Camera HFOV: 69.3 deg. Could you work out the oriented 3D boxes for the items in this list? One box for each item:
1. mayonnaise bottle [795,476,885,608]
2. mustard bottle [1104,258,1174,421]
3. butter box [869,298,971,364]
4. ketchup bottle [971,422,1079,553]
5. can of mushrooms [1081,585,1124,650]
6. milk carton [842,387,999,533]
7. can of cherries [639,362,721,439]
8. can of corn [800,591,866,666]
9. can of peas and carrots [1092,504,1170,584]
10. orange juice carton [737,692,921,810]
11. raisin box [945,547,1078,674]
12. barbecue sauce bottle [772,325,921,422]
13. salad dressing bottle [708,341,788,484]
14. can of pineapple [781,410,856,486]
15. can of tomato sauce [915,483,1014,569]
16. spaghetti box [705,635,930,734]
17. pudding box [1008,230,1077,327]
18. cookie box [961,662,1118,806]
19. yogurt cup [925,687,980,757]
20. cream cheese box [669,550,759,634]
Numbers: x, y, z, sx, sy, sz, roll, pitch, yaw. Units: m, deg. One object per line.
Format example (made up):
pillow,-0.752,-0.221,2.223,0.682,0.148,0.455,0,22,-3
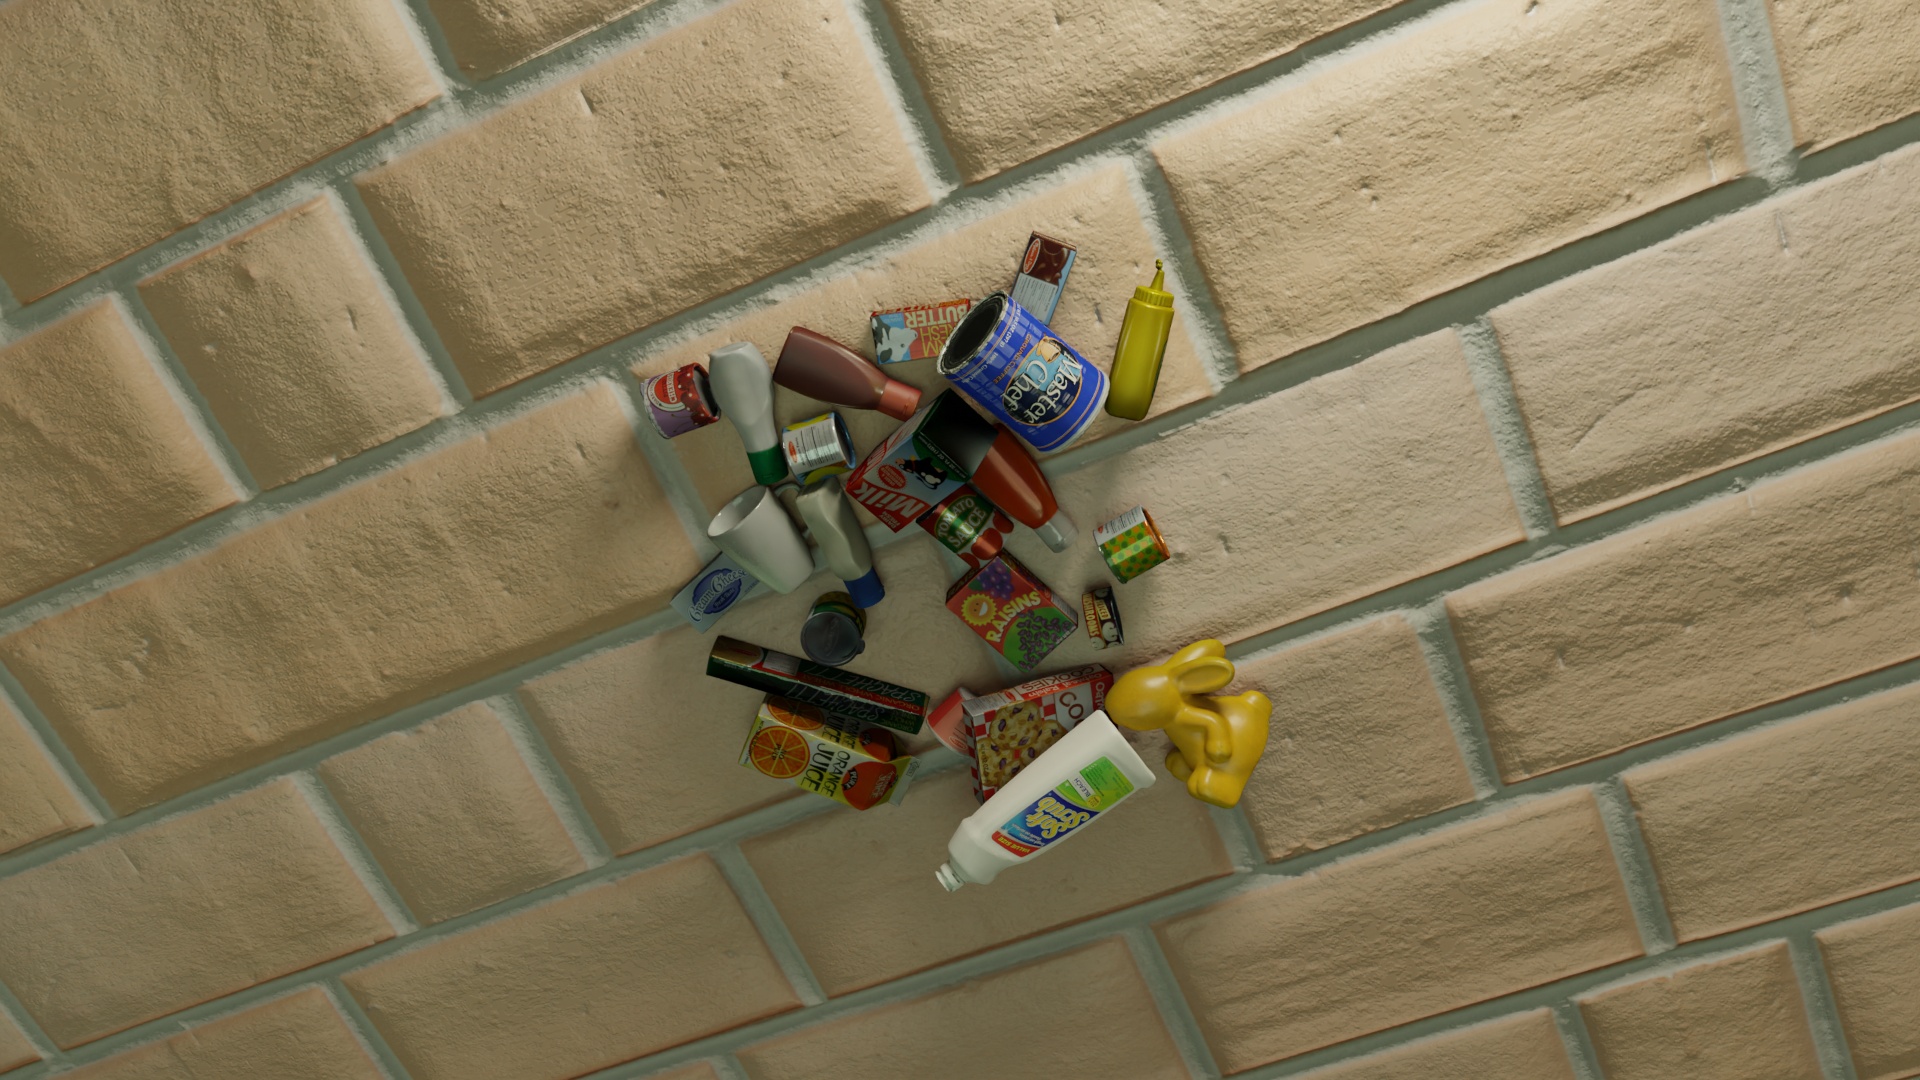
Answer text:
mayonnaise bottle,-0.126,0.003,1.489,0.041,0.065,0.147,-15,114,21
mustard bottle,0.183,-0.201,1.388,0.049,0.065,0.159,14,108,3
butter box,-0.037,-0.213,1.417,0.103,0.024,0.053,-7,111,7
ketchup bottle,0.066,-0.051,1.464,0.064,0.044,0.148,-37,105,18
can of mushrooms,0.153,0.083,1.497,0.033,0.071,0.070,-12,110,10
milk carton,-0.051,-0.072,1.424,0.072,0.074,0.189,42,141,-13
can of cherries,-0.289,-0.146,1.434,0.058,0.072,0.071,-18,110,10
can of corn,-0.136,0.097,1.526,0.071,0.058,0.071,1,112,3
can of peas and carrots,0.182,0.006,1.467,0.058,0.071,0.071,-30,107,14
orange juice carton,-0.145,0.243,1.577,0.193,0.073,0.071,22,111,-6
raisin box,0.056,0.075,1.516,0.123,0.040,0.086,41,109,-13
barbecue sauce bottle,-0.115,-0.165,1.430,0.148,0.044,0.064,22,112,-6
salad dressing bottle,-0.218,-0.132,1.450,0.064,0.044,0.147,-12,111,7
can of pineapple,-0.147,-0.096,1.449,0.058,0.071,0.070,-17,110,10
can of tomato sauce,0.005,-0.018,1.466,0.083,0.071,0.071,39,109,-12
spaghetti box,-0.159,0.162,1.558,0.250,0.050,0.028,16,114,-3
pudding box,0.080,-0.261,1.387,0.050,0.030,0.083,19,111,-3
cookie box,0.092,0.217,1.538,0.168,0.040,0.122,-14,112,-16
yogurt cup,0.003,0.202,1.557,0.072,0.072,0.054,37,101,-11
cream cheese box,-0.268,0.051,1.535,0.103,0.024,0.053,-42,102,17
